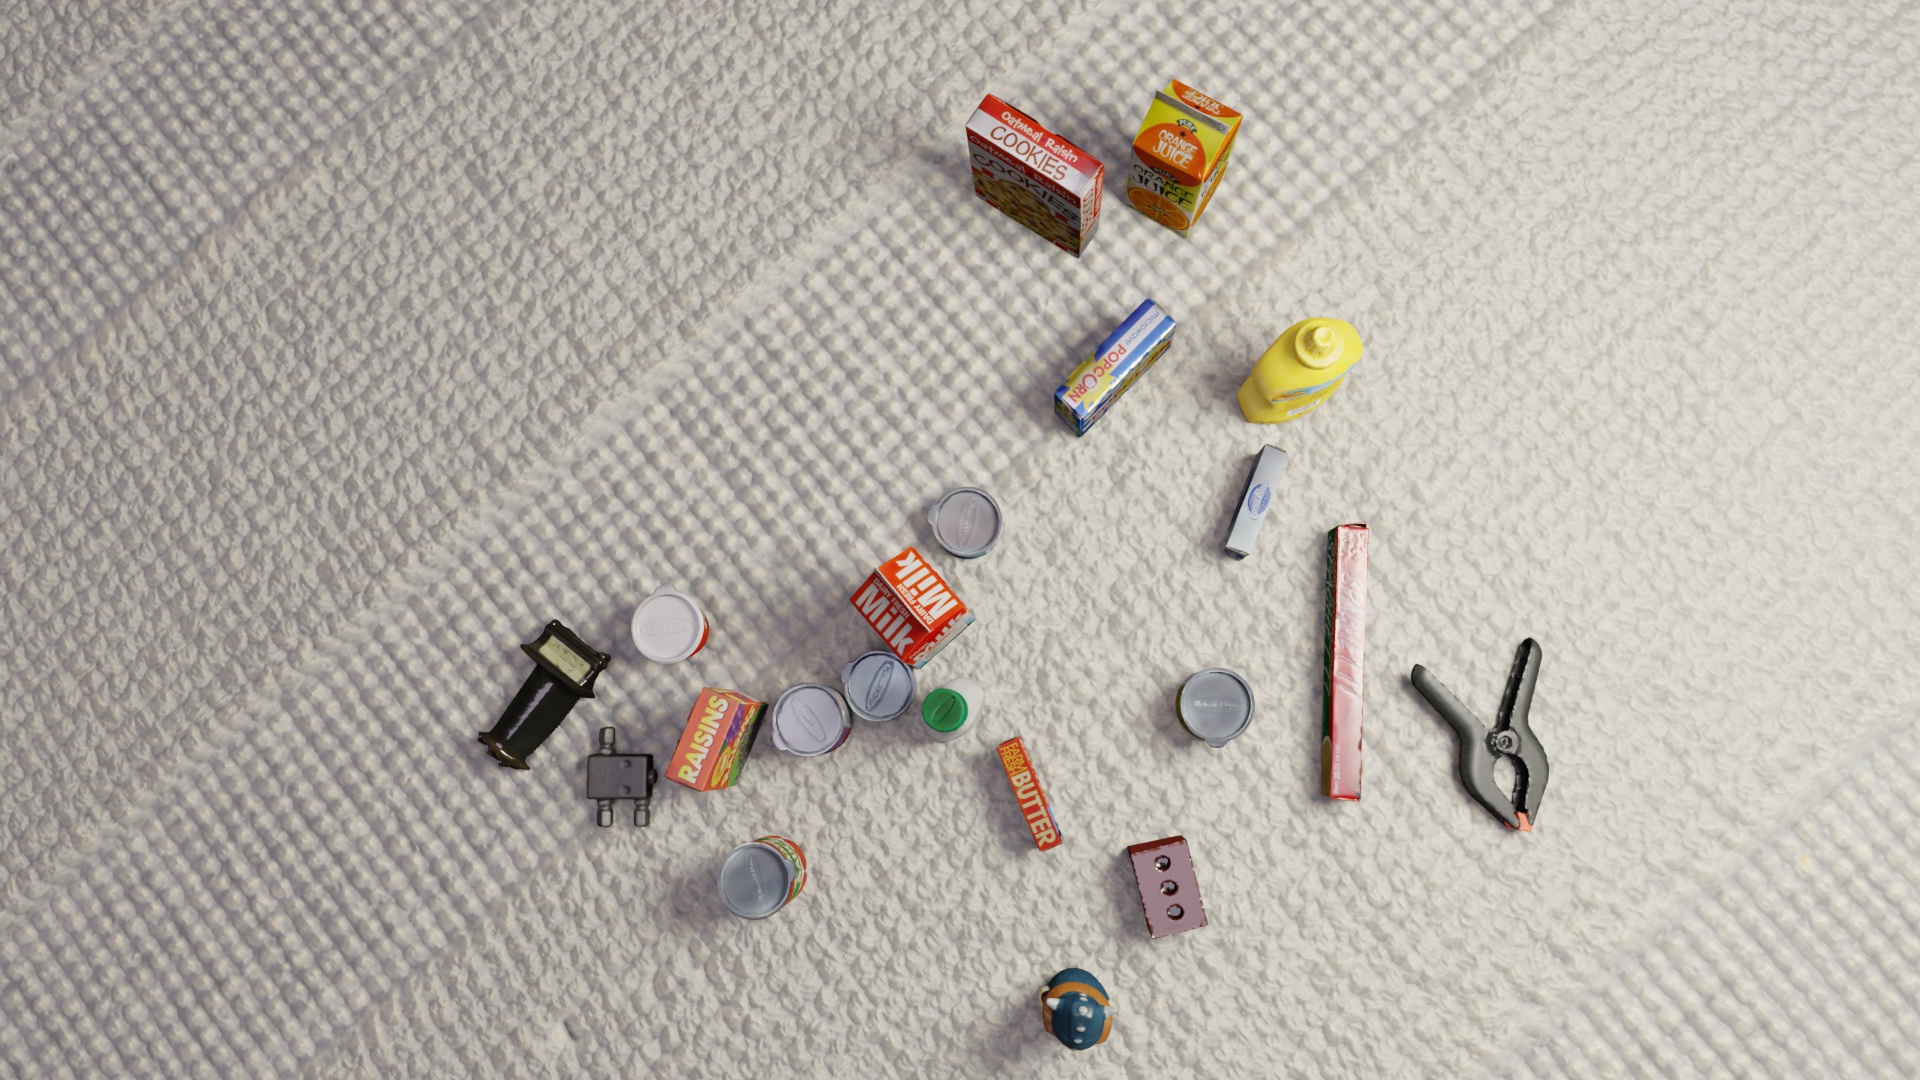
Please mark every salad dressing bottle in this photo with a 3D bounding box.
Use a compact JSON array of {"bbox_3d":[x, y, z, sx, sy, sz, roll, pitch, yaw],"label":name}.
[{"bbox_3d":[-0.009,0.150,1.228,0.044,0.147,0.064,39,87,8],"label":"salad dressing bottle"}]

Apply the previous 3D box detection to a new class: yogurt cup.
[{"bbox_3d":[-0.268,0.082,1.301,0.072,0.054,0.072,0,82,4],"label":"yogurt cup"}]

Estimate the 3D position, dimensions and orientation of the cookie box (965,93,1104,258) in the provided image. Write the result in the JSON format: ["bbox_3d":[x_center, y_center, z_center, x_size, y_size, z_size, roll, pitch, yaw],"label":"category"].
[{"bbox_3d":[0.070,-0.332,1.279,0.123,0.167,0.040,33,86,7],"label":"cookie box"}]

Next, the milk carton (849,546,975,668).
[{"bbox_3d":[-0.041,0.060,1.220,0.073,0.190,0.072,-42,82,-2],"label":"milk carton"}]

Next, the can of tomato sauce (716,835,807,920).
[{"bbox_3d":[-0.175,0.301,1.250,0.071,0.083,0.071,0,83,4],"label":"can of tomato sauce"}]

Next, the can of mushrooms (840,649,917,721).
[{"bbox_3d":[-0.076,0.134,1.292,0.071,0.033,0.071,0,82,4],"label":"can of mushrooms"}]

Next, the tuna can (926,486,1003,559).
[{"bbox_3d":[0.005,-0.016,1.307,0.071,0.033,0.071,0,82,4],"label":"tuna can"}]

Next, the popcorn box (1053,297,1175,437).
[{"bbox_3d":[0.143,-0.160,1.292,0.038,0.085,0.127,44,87,8],"label":"popcorn box"}]

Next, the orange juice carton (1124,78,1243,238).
[{"bbox_3d":[0.201,-0.351,1.260,0.072,0.192,0.073,31,86,7],"label":"orange juice carton"}]

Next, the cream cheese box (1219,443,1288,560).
[{"bbox_3d":[0.271,-0.034,1.282,0.024,0.053,0.104,21,84,6],"label":"cream cheese box"}]

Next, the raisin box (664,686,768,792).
[{"bbox_3d":[-0.217,0.178,1.250,0.040,0.123,0.086,22,85,6],"label":"raisin box"}]

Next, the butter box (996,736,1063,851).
[{"bbox_3d":[0.063,0.229,1.260,0.024,0.053,0.103,-23,82,1],"label":"butter box"}]

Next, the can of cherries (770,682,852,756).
[{"bbox_3d":[-0.138,0.166,1.279,0.071,0.058,0.071,0,82,4],"label":"can of cherries"}]

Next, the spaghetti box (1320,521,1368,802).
[{"bbox_3d":[0.348,0.109,1.259,0.029,0.050,0.250,3,82,4],"label":"spaghetti box"}]

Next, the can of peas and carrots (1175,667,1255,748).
[{"bbox_3d":[0.229,0.151,1.257,0.071,0.058,0.071,0,82,4],"label":"can of peas and carrots"}]
